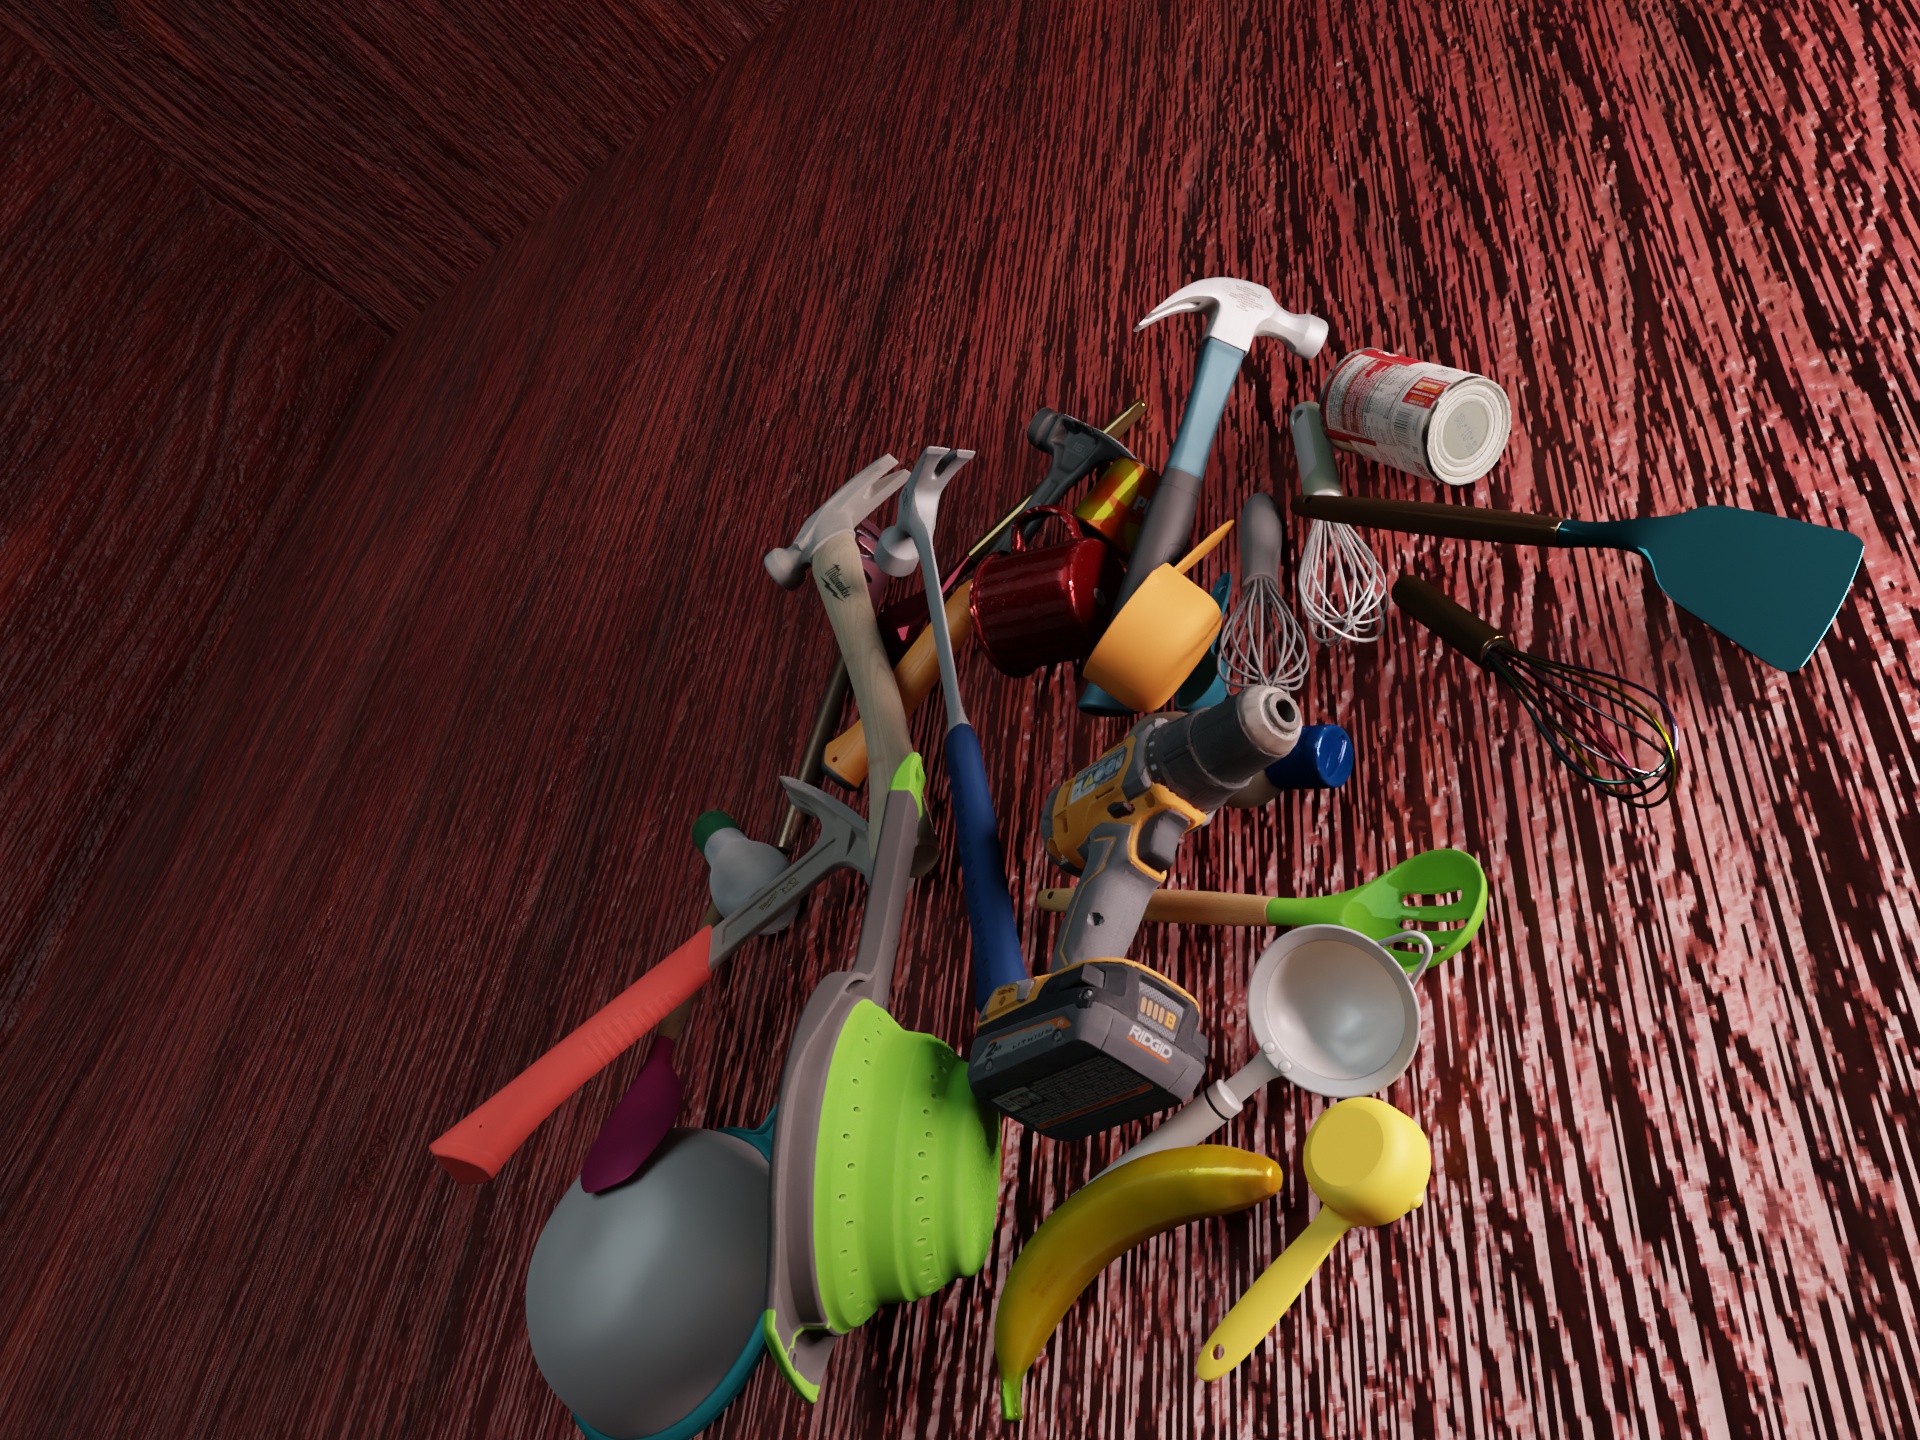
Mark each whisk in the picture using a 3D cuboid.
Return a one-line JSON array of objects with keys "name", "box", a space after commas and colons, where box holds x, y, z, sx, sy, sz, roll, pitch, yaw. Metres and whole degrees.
[{"name": "whisk", "box": [0.293, -0.022, 0.838, 0.051, 0.047, 0.245, -34, 30, 1]}, {"name": "whisk", "box": [0.188, -0.081, 0.987, 0.055, 0.055, 0.239, -30, 25, 27]}, {"name": "whisk", "box": [0.232, -0.132, 1.011, 0.247, 0.059, 0.057, -86, 20, -47]}]

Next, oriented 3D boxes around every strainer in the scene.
[{"name": "strainer", "box": [0.139, 0.186, 0.806, 0.258, 0.050, 0.087, -43, 73, 18]}, {"name": "strainer", "box": [-0.171, 0.288, 1.010, 0.340, 0.095, 0.211, -56, 34, -8]}]

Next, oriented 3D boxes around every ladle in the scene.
[{"name": "ladle", "box": [0.029, -0.146, 1.274, 0.315, 0.031, 0.069, -42, 35, 8]}]

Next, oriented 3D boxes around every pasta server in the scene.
[{"name": "pasta server", "box": [-0.107, -0.033, 1.307, 0.060, 0.040, 0.316, 125, 164, -59]}]

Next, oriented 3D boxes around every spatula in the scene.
[{"name": "spatula", "box": [0.308, -0.096, 0.865, 0.318, 0.044, 0.082, 18, 71, 50]}]

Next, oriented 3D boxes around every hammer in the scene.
[{"name": "hammer", "box": [-0.002, -0.003, 1.054, 0.144, 0.035, 0.406, 119, 148, -51]}, {"name": "hammer", "box": [-0.205, 0.176, 1.085, 0.359, 0.036, 0.149, -39, 44, -22]}, {"name": "hammer", "box": [0.009, -0.084, 1.215, 0.337, 0.034, 0.127, -53, 47, 0]}, {"name": "hammer", "box": [0.148, -0.153, 1.080, 0.033, 0.128, 0.331, 147, 143, -73]}, {"name": "hammer", "box": [-0.063, -0.046, 1.198, 0.146, 0.038, 0.411, -39, 39, 18]}]

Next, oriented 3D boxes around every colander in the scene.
[{"name": "colander", "box": [-0.021, 0.179, 0.912, 0.094, 0.204, 0.397, 0, 49, 11]}]

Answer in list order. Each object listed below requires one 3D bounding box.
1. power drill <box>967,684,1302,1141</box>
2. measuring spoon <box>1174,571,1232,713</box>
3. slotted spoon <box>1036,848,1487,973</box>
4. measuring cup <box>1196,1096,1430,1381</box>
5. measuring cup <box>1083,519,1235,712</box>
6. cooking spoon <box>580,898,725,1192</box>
[{"name": "power drill", "box": [0.098, 0.092, 0.842, 0.185, 0.084, 0.226, -36, 27, 47]}, {"name": "measuring spoon", "box": [0.168, -0.049, 1.032, 0.042, 0.021, 0.129, -37, 24, 44]}, {"name": "slotted spoon", "box": [0.155, 0.103, 0.883, 0.314, 0.031, 0.070, -5, 53, 49]}, {"name": "measuring cup", "box": [0.156, 0.241, 0.740, 0.156, 0.029, 0.062, -50, 33, -3]}, {"name": "measuring cup", "box": [0.147, -0.071, 1.008, 0.174, 0.052, 0.095, -43, -14, -36]}, {"name": "cooking spoon", "box": [-0.201, 0.209, 1.112, 0.069, 0.017, 0.319, -25, 22, 19]}]
